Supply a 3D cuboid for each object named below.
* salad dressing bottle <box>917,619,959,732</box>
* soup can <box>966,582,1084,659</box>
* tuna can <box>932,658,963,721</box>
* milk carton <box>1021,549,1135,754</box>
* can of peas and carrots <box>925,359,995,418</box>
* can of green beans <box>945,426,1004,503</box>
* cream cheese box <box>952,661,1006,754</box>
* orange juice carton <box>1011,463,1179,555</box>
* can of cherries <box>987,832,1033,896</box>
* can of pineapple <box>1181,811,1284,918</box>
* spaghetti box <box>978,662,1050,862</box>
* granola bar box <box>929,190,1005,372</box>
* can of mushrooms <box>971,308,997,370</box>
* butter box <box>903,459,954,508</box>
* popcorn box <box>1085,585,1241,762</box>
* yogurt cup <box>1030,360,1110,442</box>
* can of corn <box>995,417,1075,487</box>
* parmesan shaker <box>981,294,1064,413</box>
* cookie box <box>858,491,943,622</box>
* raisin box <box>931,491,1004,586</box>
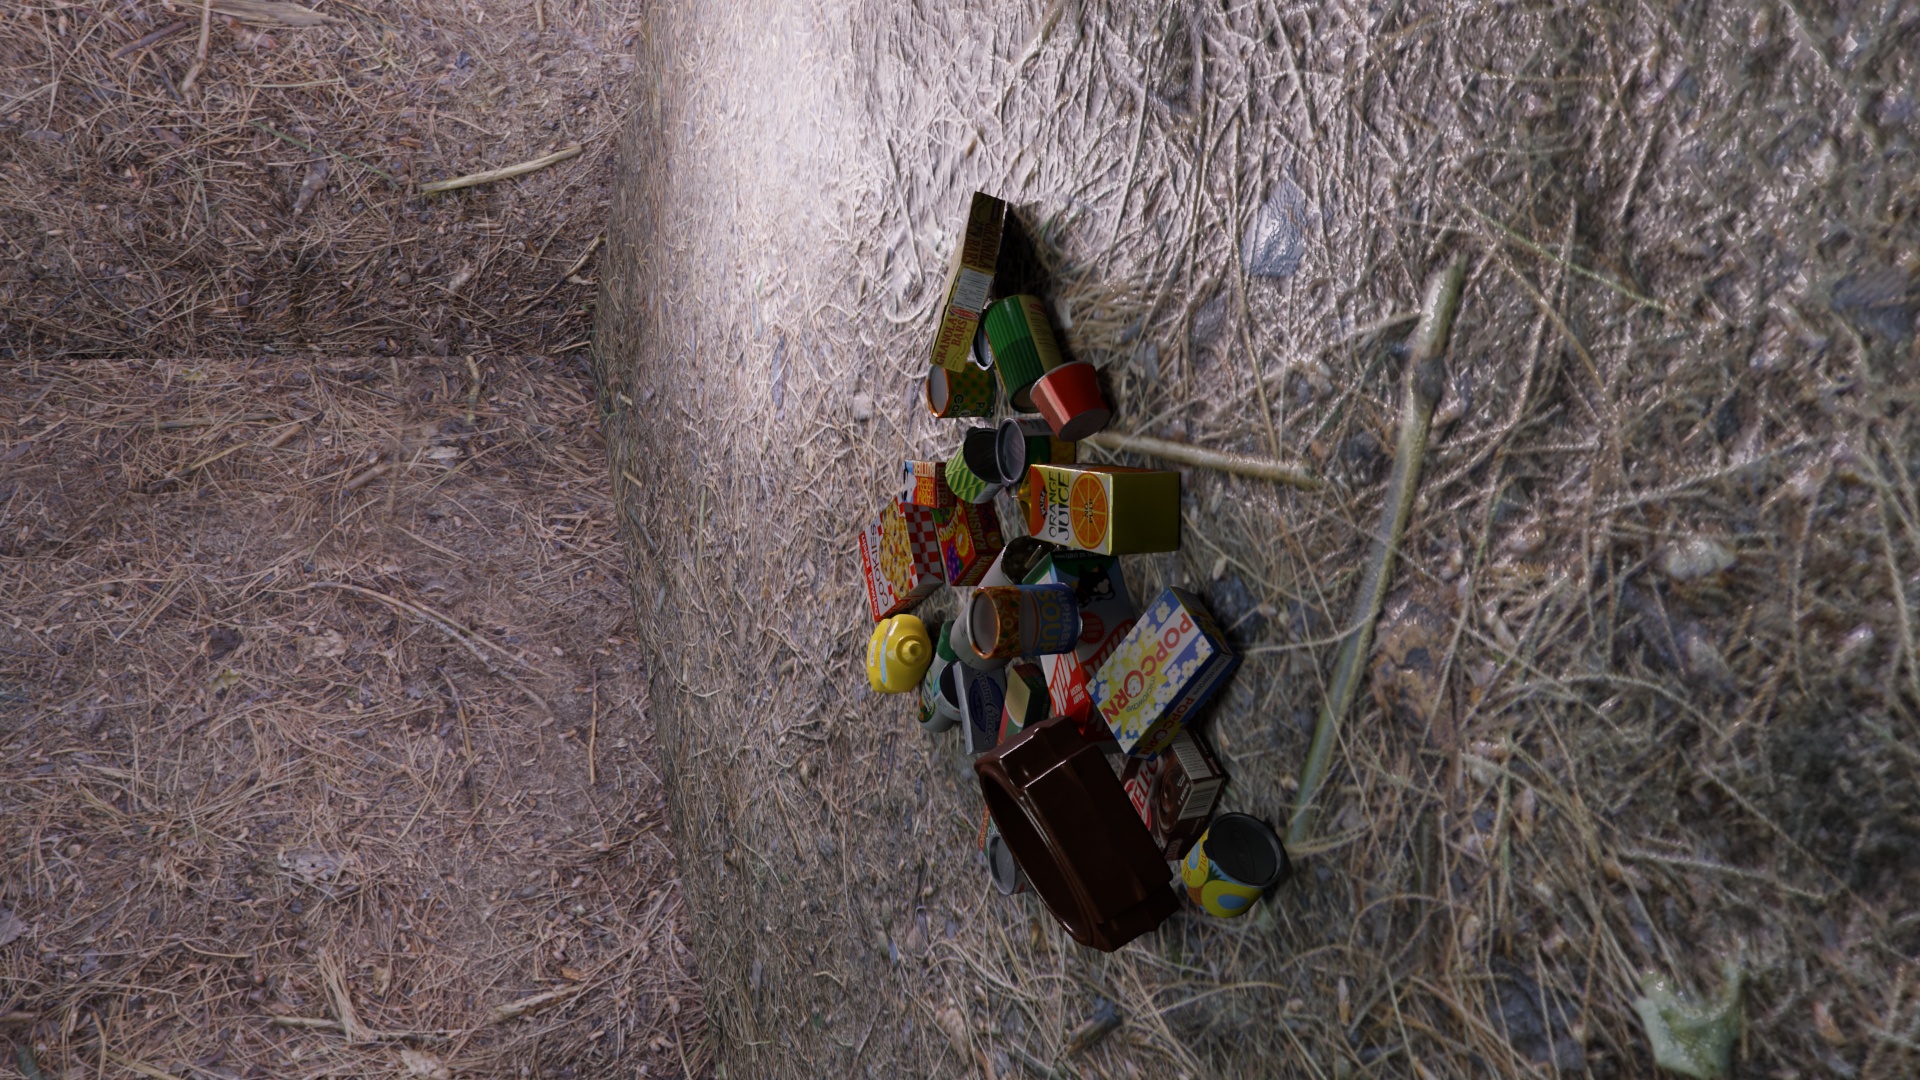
[{"bbox_3d":[-0.018,0.162,1.662,0.064,0.044,0.146,-110,28,-52],"label":"salad dressing bottle"},{"bbox_3d":[0.058,0.073,1.253,0.071,0.084,0.071,8,99,63],"label":"soup can"},{"bbox_3d":[0.004,0.170,1.593,0.032,0.071,0.071,123,137,-55],"label":"tuna can"},{"bbox_3d":[0.123,0.108,1.304,0.073,0.072,0.191,129,134,-57],"label":"milk carton"},{"bbox_3d":[0.000,-0.168,1.557,0.071,0.059,0.071,177,89,-67],"label":"can of peas and carrots"},{"bbox_3d":[0.023,-0.081,1.508,0.057,0.071,0.071,134,128,-60],"label":"can of green beans"},{"bbox_3d":[0.026,0.185,1.556,0.024,0.053,0.104,144,120,-64],"label":"cream cheese box"},{"bbox_3d":[0.121,-0.034,1.288,0.192,0.072,0.073,-166,74,-65],"label":"orange juice carton"},{"bbox_3d":[0.068,0.338,1.477,0.071,0.058,0.071,176,89,-67],"label":"can of cherries"},{"bbox_3d":[0.217,0.261,1.118,0.057,0.071,0.071,113,145,-45],"label":"can of pineapple"},{"bbox_3d":[0.058,0.253,1.524,0.050,0.029,0.248,-129,42,-54],"label":"spaghetti box"},{"bbox_3d":[0.007,-0.274,1.463,0.166,0.039,0.123,-82,9,-50],"label":"granola bar box"},{"bbox_3d":[0.040,-0.215,1.491,0.071,0.033,0.071,178,89,-66],"label":"can of mushrooms"},{"bbox_3d":[-0.038,-0.066,1.601,0.103,0.024,0.053,-169,78,-65],"label":"butter box"},{"bbox_3d":[0.171,0.113,1.184,0.126,0.038,0.085,-54,40,23],"label":"popcorn box"},{"bbox_3d":[0.107,-0.130,1.318,0.054,0.072,0.072,66,150,23],"label":"yogurt cup"},{"bbox_3d":[0.075,-0.089,1.400,0.071,0.058,0.071,177,89,-66],"label":"can of corn"},{"bbox_3d":[0.064,-0.187,1.393,0.071,0.071,0.103,122,138,-53],"label":"parmesan shaker"},{"bbox_3d":[-0.077,0.023,1.784,0.166,0.040,0.123,138,124,-59],"label":"cookie box"},{"bbox_3d":[0.006,-0.020,1.590,0.085,0.040,0.124,127,135,-55],"label":"raisin box"}]
